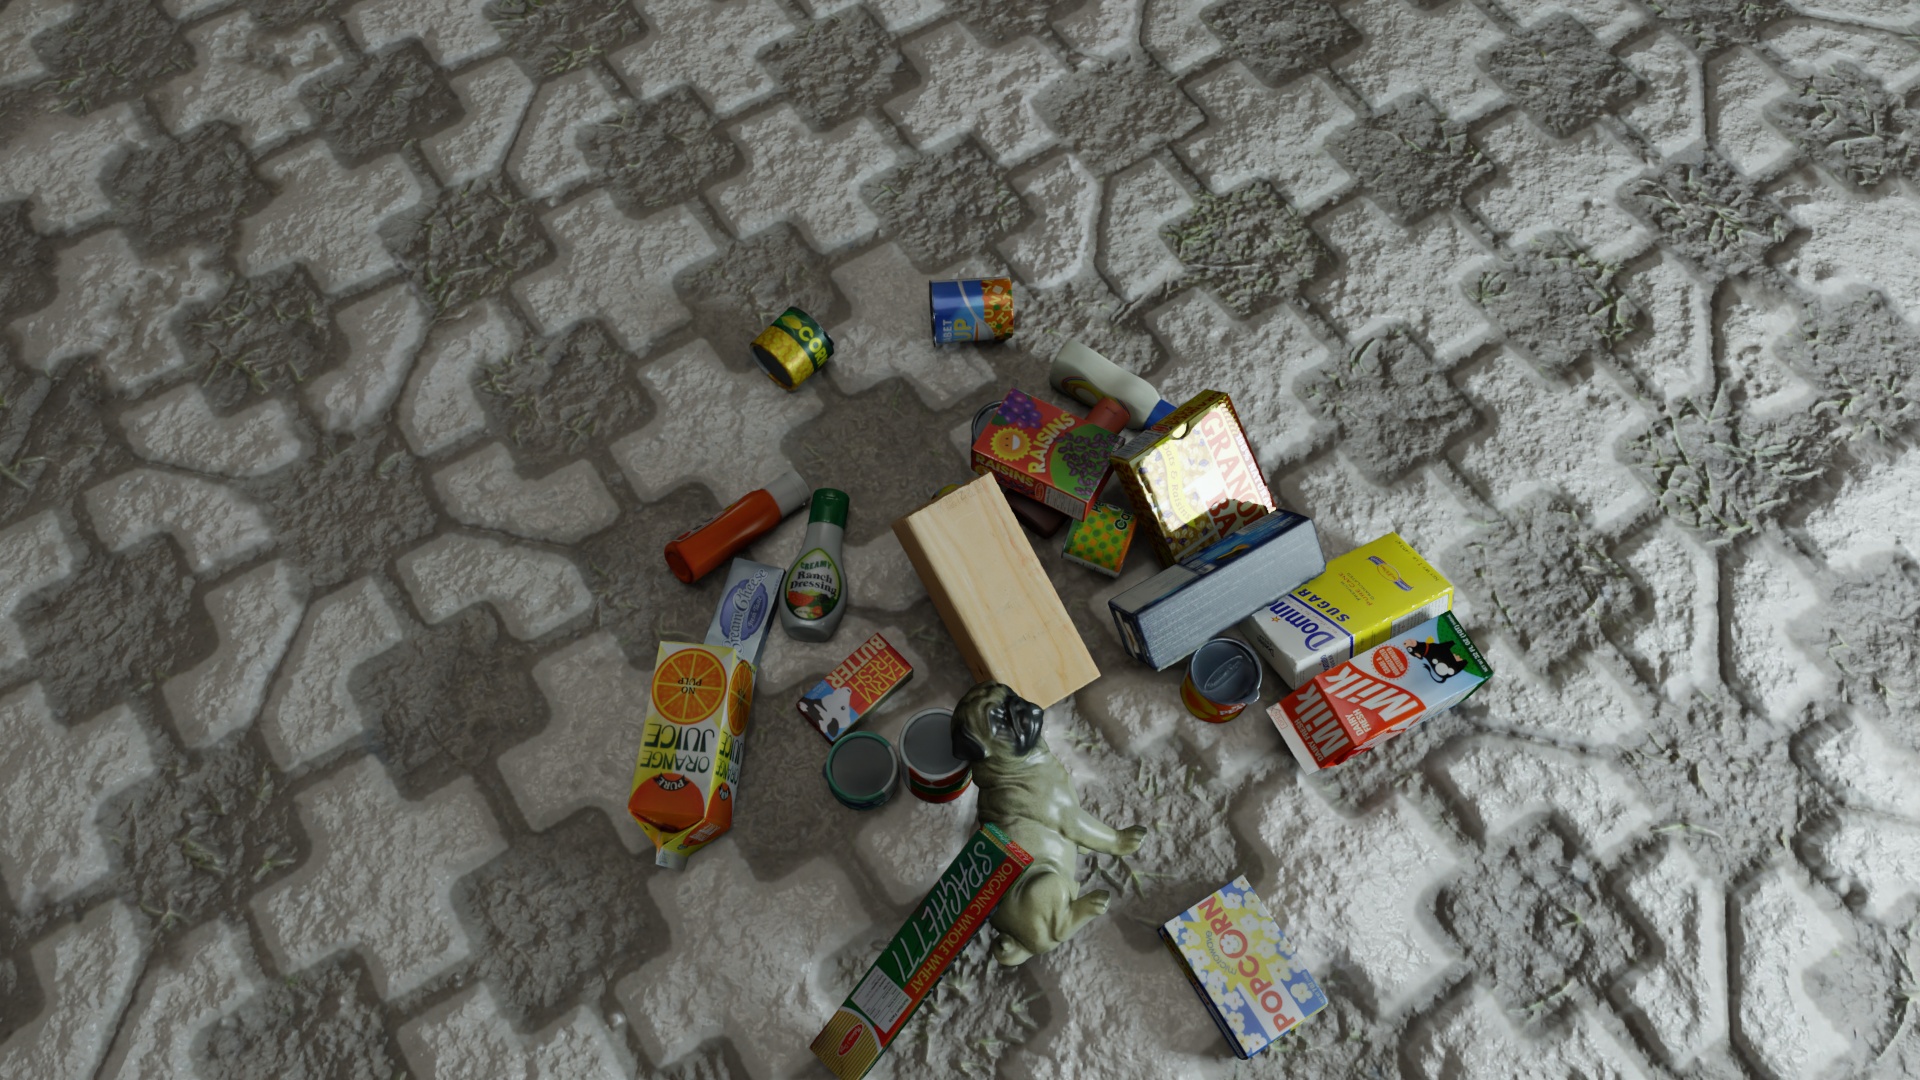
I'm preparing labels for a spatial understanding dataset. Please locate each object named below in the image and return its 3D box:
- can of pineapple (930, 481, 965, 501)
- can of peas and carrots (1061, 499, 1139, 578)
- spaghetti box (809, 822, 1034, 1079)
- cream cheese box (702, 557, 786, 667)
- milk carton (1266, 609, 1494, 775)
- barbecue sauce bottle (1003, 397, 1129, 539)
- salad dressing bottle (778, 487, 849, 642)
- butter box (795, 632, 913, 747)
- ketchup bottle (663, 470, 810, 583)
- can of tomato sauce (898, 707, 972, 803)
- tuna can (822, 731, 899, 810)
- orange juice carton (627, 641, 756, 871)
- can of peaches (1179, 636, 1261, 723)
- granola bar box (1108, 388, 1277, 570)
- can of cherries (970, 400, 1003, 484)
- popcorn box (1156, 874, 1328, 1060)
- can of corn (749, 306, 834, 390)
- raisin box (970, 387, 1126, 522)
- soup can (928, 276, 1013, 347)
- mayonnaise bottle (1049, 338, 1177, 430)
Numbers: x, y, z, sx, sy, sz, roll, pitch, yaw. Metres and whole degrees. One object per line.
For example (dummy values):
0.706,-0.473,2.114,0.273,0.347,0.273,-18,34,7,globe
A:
0.005,-0.017,1.342,0.071,0.070,0.058,-5,64,-3,can of pineapple
0.136,-0.006,1.336,0.059,0.070,0.071,21,66,8,can of peas and carrots
-0.032,0.336,1.126,0.050,0.029,0.249,40,103,16,spaghetti box
-0.206,0.071,1.321,0.053,0.024,0.104,12,65,6,cream cheese box
0.377,0.143,1.266,0.191,0.073,0.072,-25,68,-11,milk carton
0.108,-0.075,1.369,0.065,0.043,0.149,38,80,12,barbecue sauce bottle
-0.136,0.022,1.334,0.064,0.043,0.148,7,65,1,salad dressing bottle
-0.097,0.138,1.290,0.104,0.024,0.053,-42,72,-18,butter box
-0.213,-0.015,1.343,0.149,0.064,0.043,-35,93,-25,ketchup bottle
-0.019,0.191,1.233,0.071,0.082,0.071,0,65,0,can of tomato sauce
-0.091,0.207,1.253,0.071,0.032,0.071,0,65,-1,tuna can
-0.238,0.192,1.227,0.073,0.071,0.193,4,71,10,orange juice carton
0.240,0.131,1.279,0.071,0.057,0.071,1,65,-1,can of peaches
0.229,-0.041,1.316,0.124,0.039,0.165,-34,112,-16,granola bar box
0.043,-0.095,1.383,0.071,0.058,0.072,1,65,-1,can of cherries
0.239,0.362,1.180,0.085,0.038,0.127,-28,68,-13,popcorn box
-0.172,-0.195,1.422,0.071,0.071,0.058,38,71,16,can of corn
0.083,-0.082,1.319,0.123,0.040,0.086,26,63,13,raisin box
0.011,-0.238,1.447,0.084,0.071,0.071,-4,65,-3,soup can
0.162,-0.146,1.408,0.148,0.064,0.041,31,68,9,mayonnaise bottle
